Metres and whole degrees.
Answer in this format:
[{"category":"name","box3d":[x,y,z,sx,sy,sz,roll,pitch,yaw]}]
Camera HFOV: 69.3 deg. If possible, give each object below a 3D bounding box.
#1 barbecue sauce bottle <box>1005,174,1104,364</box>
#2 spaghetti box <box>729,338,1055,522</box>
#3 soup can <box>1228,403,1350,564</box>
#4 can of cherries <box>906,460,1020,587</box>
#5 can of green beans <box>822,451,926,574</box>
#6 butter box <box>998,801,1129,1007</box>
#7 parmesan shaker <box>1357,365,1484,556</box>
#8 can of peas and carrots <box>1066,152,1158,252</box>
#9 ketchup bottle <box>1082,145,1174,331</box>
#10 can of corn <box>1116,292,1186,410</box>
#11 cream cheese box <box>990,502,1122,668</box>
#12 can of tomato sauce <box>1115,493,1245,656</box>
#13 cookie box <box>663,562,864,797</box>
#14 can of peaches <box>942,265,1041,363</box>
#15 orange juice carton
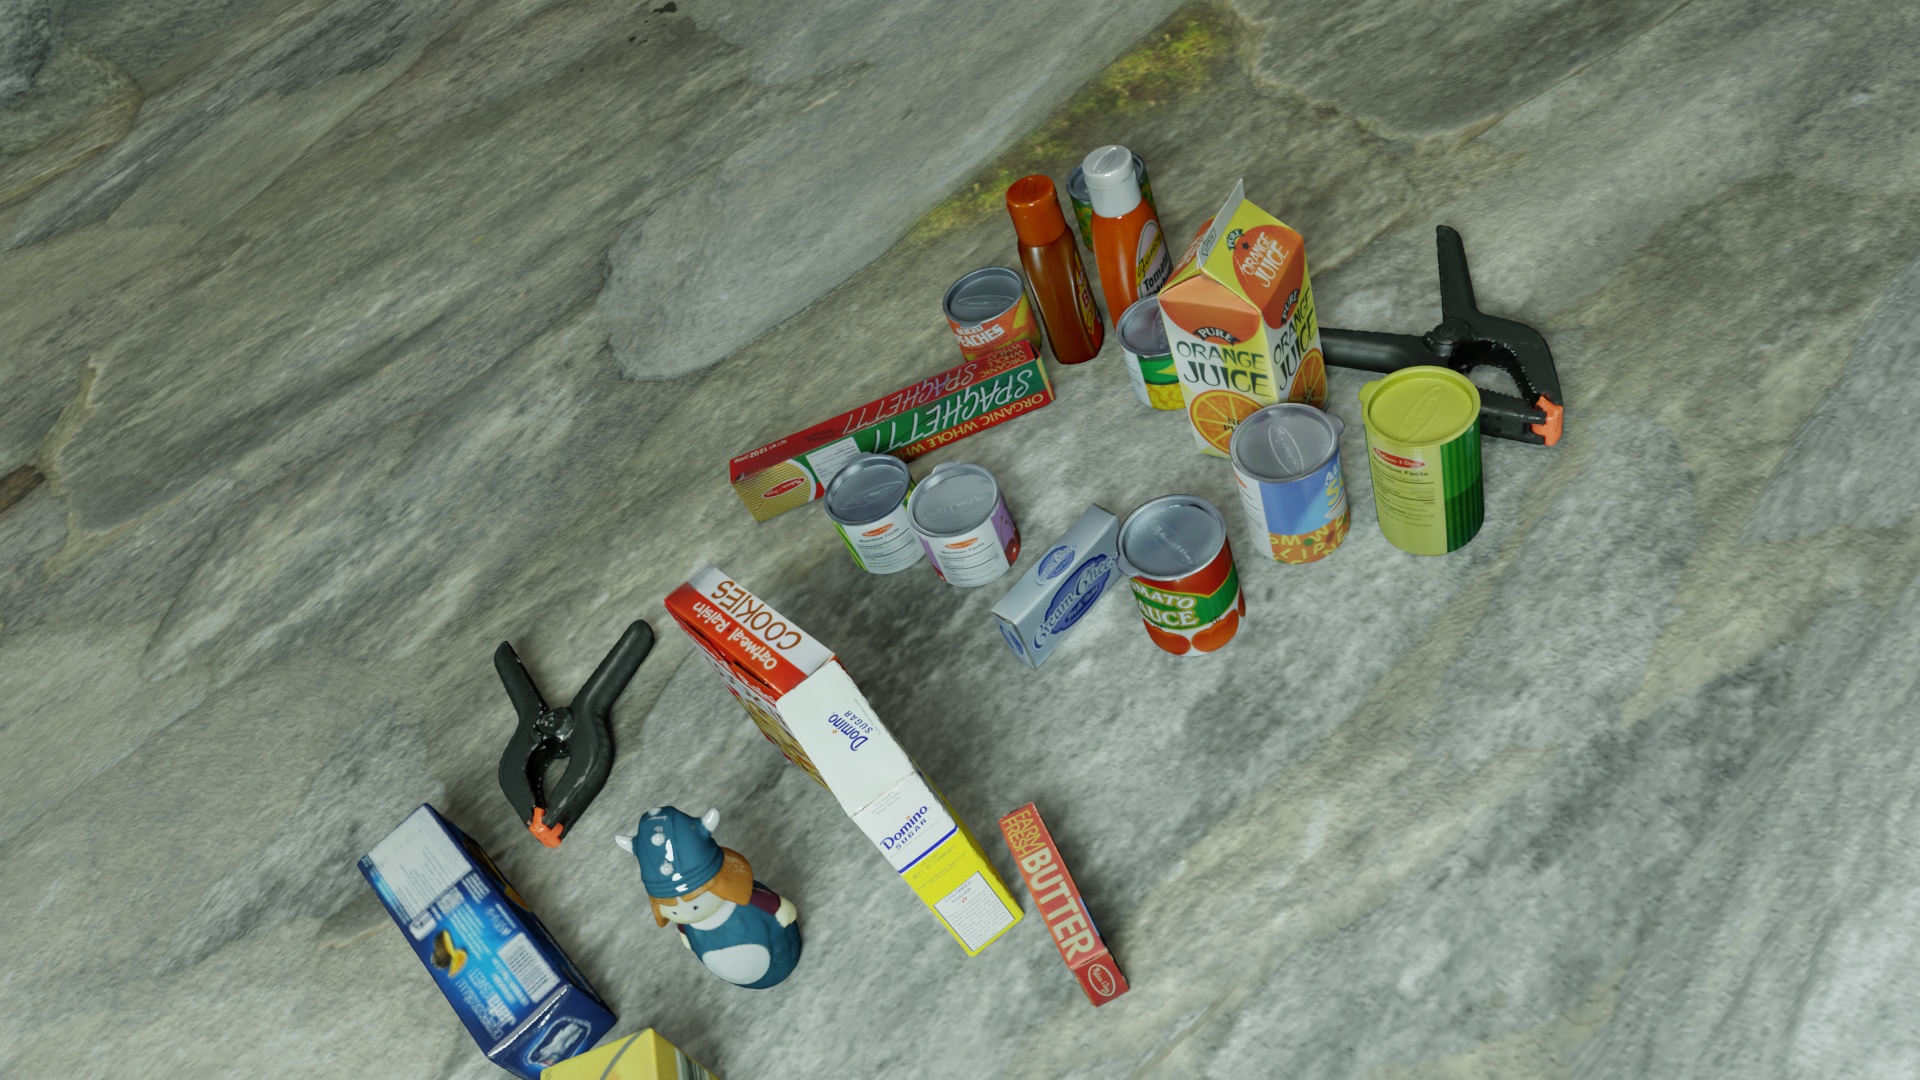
[{"category":"barbecue sauce bottle","box3d":[0.070,-0.203,1.040,0.043,0.148,0.065,-10,48,15]},{"category":"spaghetti box","box3d":[-0.051,-0.083,1.053,0.250,0.050,0.029,-22,46,3]},{"category":"soup can","box3d":[0.213,-0.036,0.880,0.071,0.083,0.072,-12,48,13]},{"category":"can of cherries","box3d":[0.003,-0.012,0.964,0.071,0.058,0.072,-12,48,13]},{"category":"can of green beans","box3d":[-0.057,-0.018,0.995,0.071,0.057,0.071,-12,48,13]},{"category":"butter box","box3d":[0.056,0.199,0.763,0.024,0.053,0.104,-28,46,-2]},{"category":"parmesan shaker","box3d":[0.282,-0.048,0.849,0.071,0.102,0.072,-12,48,13]},{"category":"can of peas and carrots","box3d":[0.127,-0.275,1.140,0.071,0.058,0.071,-12,48,13]},{"category":"ketchup bottle","box3d":[0.124,-0.223,1.034,0.043,0.148,0.065,17,60,33]},{"category":"can of corn","box3d":[0.154,-0.138,1.010,0.071,0.058,0.071,-12,48,13]},{"category":"cream cheese box","box3d":[0.068,0.030,0.904,0.024,0.053,0.104,30,67,38]},{"category":"can of tomato sauce","box3d":[0.137,0.024,0.861,0.071,0.082,0.071,-12,48,13]},{"category":"cookie box","box3d":[-0.096,0.099,0.833,0.123,0.166,0.040,30,67,38]},{"category":"can of peaches","box3d":[0.025,-0.171,1.092,0.071,0.057,0.071,-12,48,13]},{"category":"orange juice carton","box3d":[0.185,-0.138,0.905,0.073,0.191,0.072,15,59,32]}]
